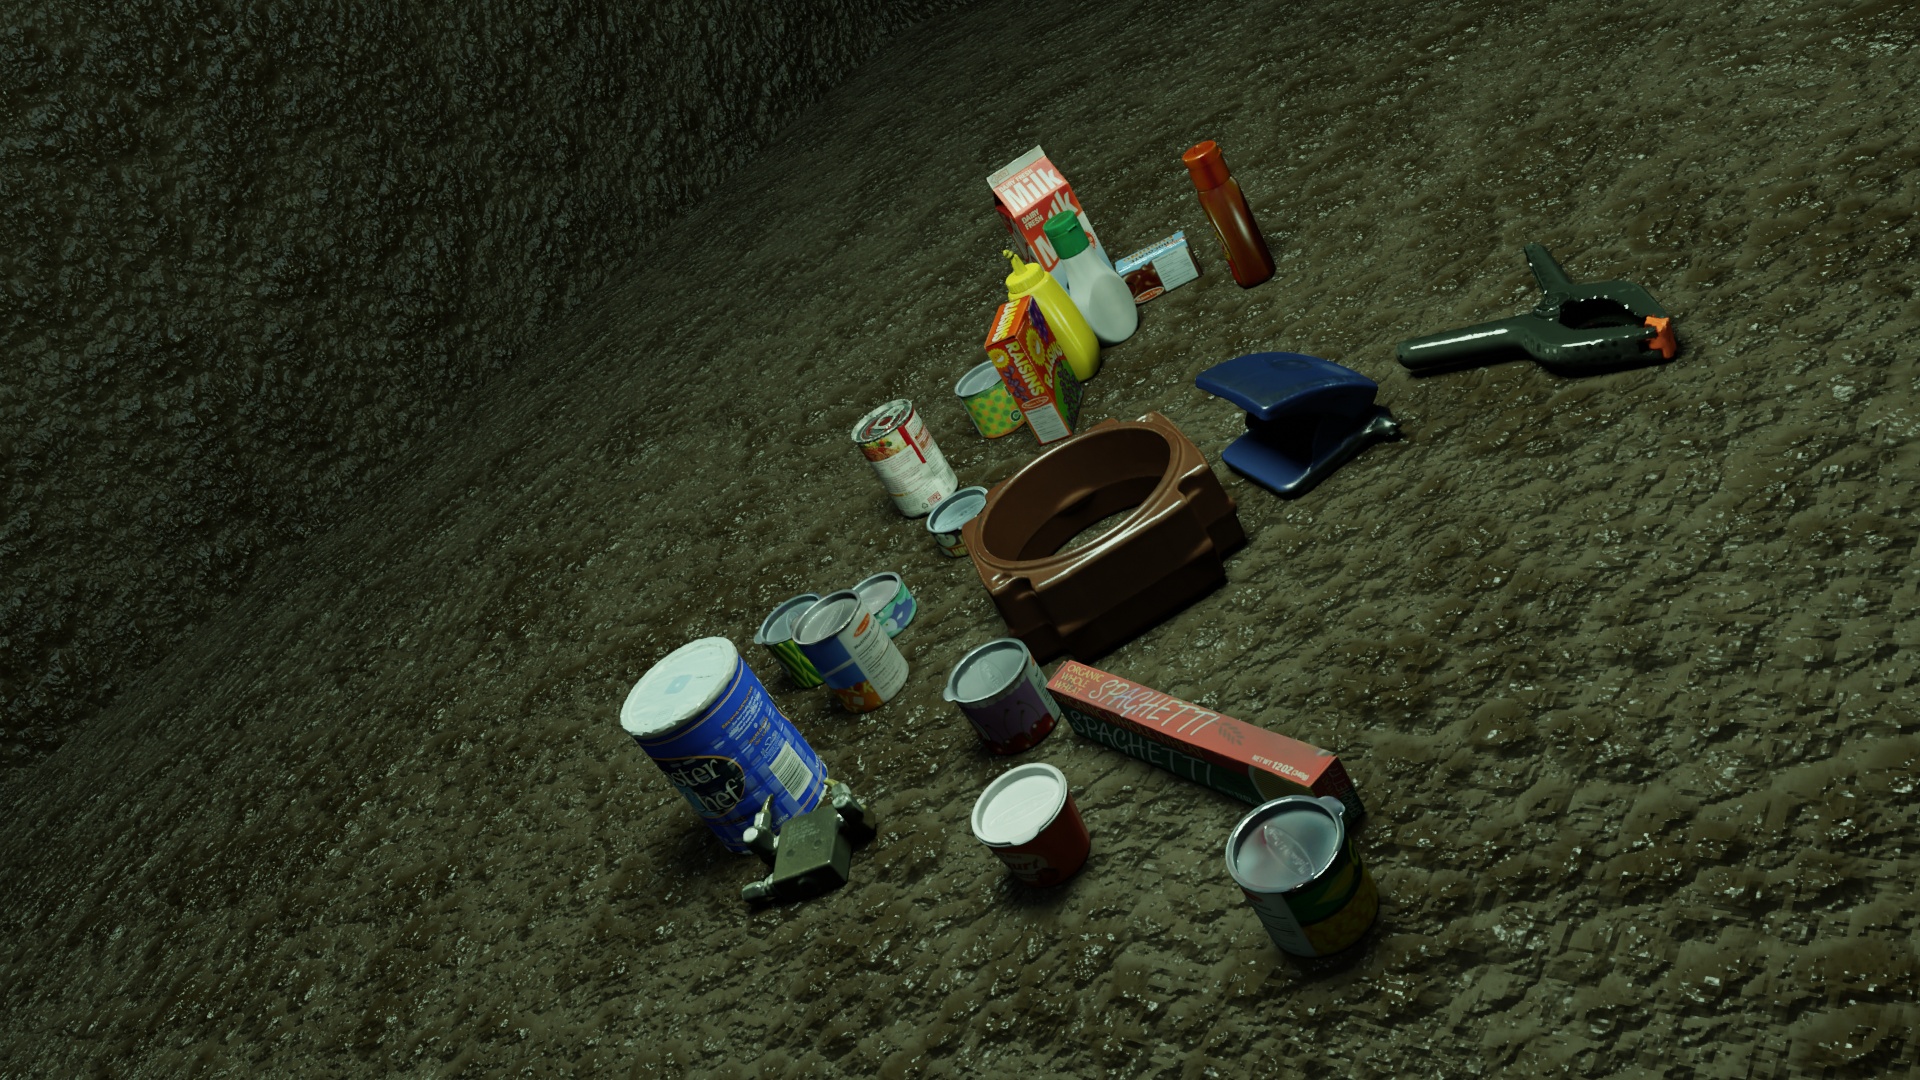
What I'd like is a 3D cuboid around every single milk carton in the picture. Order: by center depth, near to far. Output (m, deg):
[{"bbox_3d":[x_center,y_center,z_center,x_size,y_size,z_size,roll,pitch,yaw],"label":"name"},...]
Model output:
[{"bbox_3d":[0.103,-0.340,1.549,0.072,0.190,0.073,-34,27,-2],"label":"milk carton"}]

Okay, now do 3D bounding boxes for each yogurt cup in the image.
[{"bbox_3d":[0.049,0.186,0.899,0.072,0.053,0.073,-25,29,14],"label":"yogurt cup"}]

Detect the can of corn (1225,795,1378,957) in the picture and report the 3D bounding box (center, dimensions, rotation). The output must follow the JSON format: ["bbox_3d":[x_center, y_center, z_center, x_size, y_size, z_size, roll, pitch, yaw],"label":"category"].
[{"bbox_3d":[0.189,0.182,0.759,0.071,0.058,0.071,-25,29,14],"label":"can of corn"}]

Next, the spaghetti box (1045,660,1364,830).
[{"bbox_3d":[0.147,0.129,0.896,0.029,0.050,0.250,-44,30,-21],"label":"spaghetti box"}]

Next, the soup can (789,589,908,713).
[{"bbox_3d":[-0.093,0.093,1.162,0.071,0.083,0.072,-25,28,15],"label":"soup can"}]

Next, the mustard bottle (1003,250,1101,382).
[{"bbox_3d":[0.087,-0.234,1.426,0.065,0.159,0.049,-11,34,35],"label":"mustard bottle"}]

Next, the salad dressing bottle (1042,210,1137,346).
[{"bbox_3d":[0.135,-0.275,1.457,0.064,0.147,0.044,-40,28,-15],"label":"salad dressing bottle"}]

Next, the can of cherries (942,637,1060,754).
[{"bbox_3d":[0.031,0.116,1.026,0.071,0.058,0.072,-25,29,14],"label":"can of cherries"}]

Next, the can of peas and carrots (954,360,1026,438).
[{"bbox_3d":[0.038,-0.149,1.447,0.071,0.058,0.071,-25,29,14],"label":"can of peas and carrots"}]

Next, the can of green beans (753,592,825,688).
[{"bbox_3d":[-0.137,0.089,1.241,0.071,0.057,0.071,-25,29,14],"label":"can of green beans"}]

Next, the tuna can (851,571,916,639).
[{"bbox_3d":[-0.076,0.063,1.247,0.071,0.032,0.071,-24,29,14],"label":"tuna can"}]

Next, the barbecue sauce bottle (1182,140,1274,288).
[{"bbox_3d":[0.272,-0.332,1.410,0.043,0.148,0.065,-24,29,16],"label":"barbecue sauce bottle"}]

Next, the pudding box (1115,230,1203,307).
[{"bbox_3d":[0.216,-0.296,1.514,0.083,0.049,0.030,-24,28,15],"label":"pudding box"}]

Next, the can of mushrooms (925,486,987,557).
[{"bbox_3d":[0.005,-0.016,1.294,0.071,0.033,0.071,-24,29,14],"label":"can of mushrooms"}]

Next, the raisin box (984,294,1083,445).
[{"bbox_3d":[0.075,-0.169,1.372,0.040,0.123,0.086,-17,31,27],"label":"raisin box"}]
